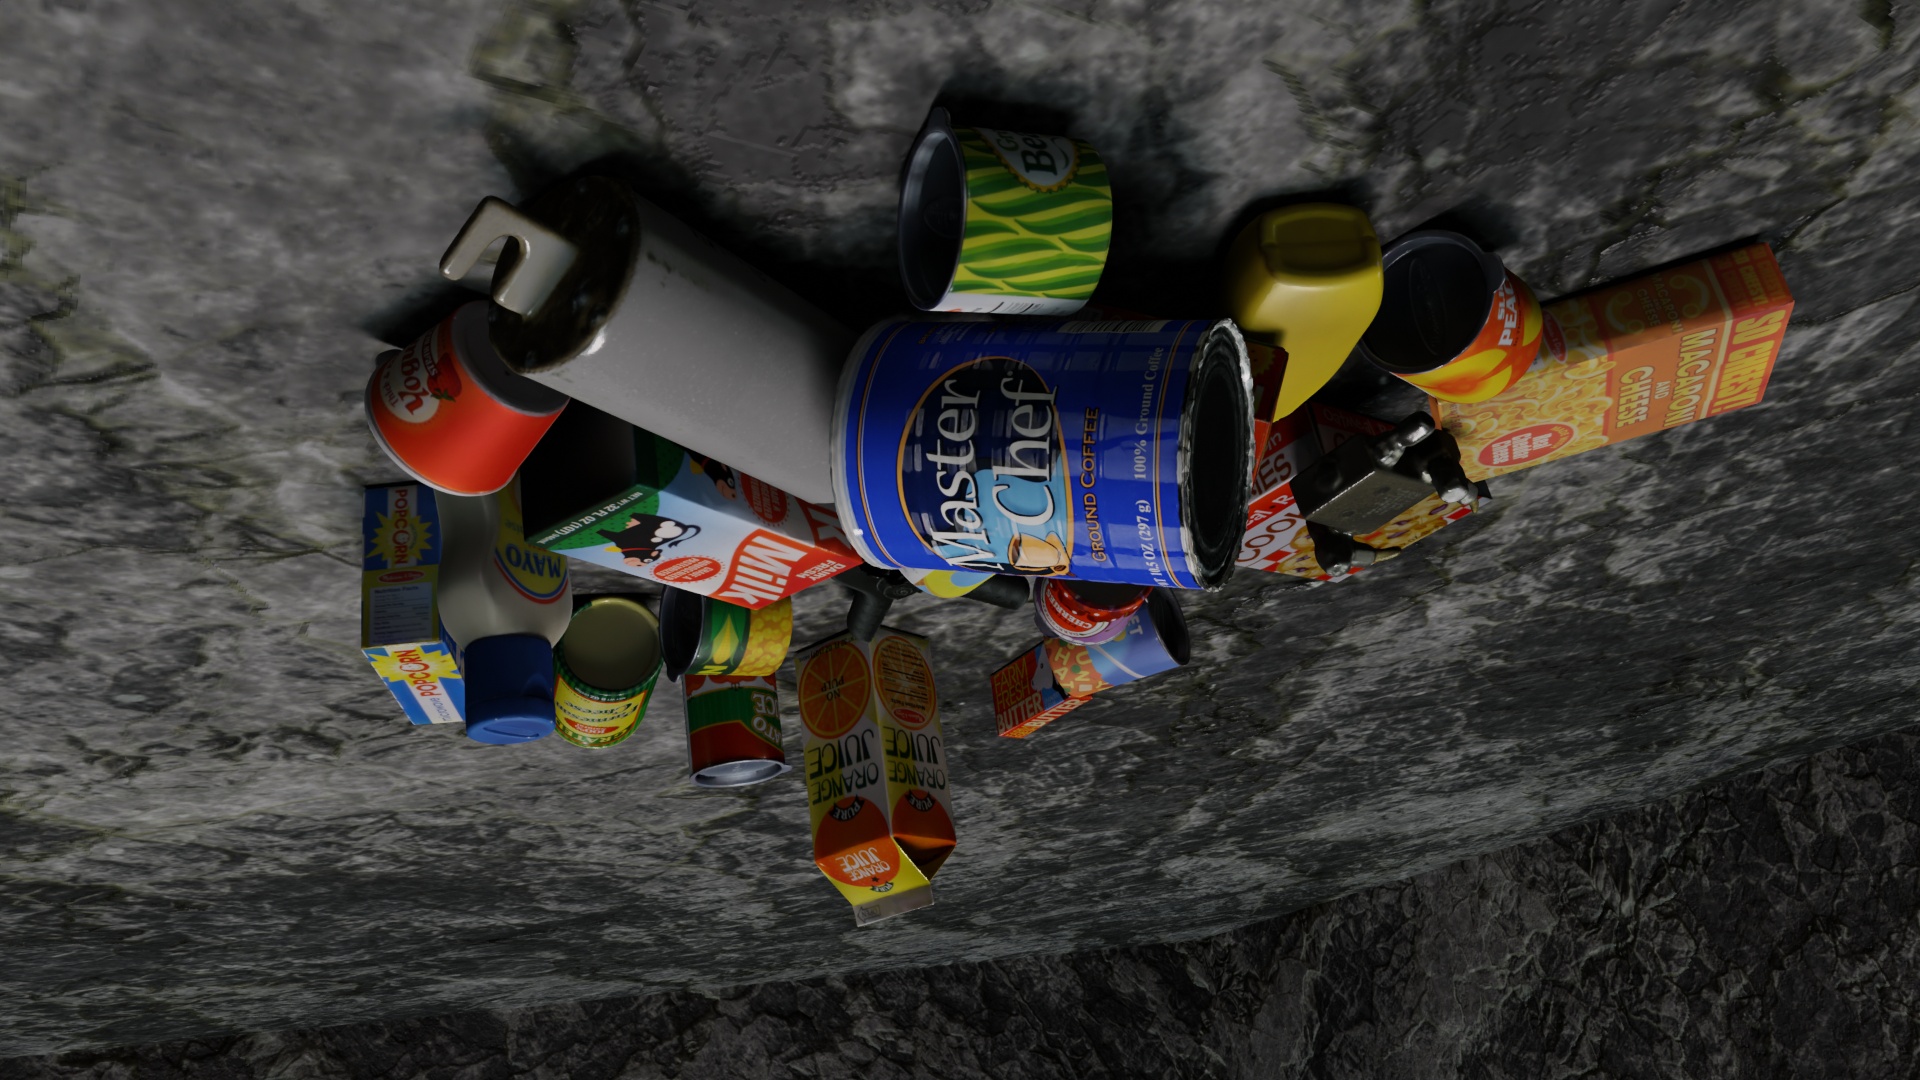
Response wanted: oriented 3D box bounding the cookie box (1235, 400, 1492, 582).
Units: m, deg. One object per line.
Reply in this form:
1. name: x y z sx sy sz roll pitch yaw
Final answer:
1. cookie box: 0.217 -0.025 0.834 0.167 0.040 0.122 9 148 -38

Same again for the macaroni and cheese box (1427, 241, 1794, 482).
1. macaroni and cheese box: 0.336 -0.089 0.736 0.166 0.040 0.123 -17 156 16

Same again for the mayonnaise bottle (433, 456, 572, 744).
1. mayonnaise bottle: -0.199 0.013 0.609 0.041 0.148 0.064 -22 154 26

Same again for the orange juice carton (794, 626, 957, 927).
1. orange juice carton: -0.057 0.163 0.963 0.071 0.193 0.073 -24 152 31

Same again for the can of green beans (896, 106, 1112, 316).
1. can of green beans: 0.015 -0.115 0.505 0.058 0.071 0.071 -1 155 -23

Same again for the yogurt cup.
1. yogurt cup: -0.193 -0.059 0.555 0.053 0.072 0.072 -35 148 29

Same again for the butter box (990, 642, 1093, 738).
1. butter box: 0.061 0.113 1.077 0.024 0.053 0.103 7 152 -31

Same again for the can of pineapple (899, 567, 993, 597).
1. can of pineapple: 0.003 -0.009 0.749 0.071 0.071 0.057 6 152 -34

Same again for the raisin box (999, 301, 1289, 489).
1. raisin box: 0.078 -0.064 0.622 0.123 0.040 0.085 16 159 11

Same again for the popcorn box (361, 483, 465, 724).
1. popcorn box: -0.274 0.036 0.713 0.038 0.085 0.126 -4 157 -12

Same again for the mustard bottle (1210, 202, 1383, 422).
1. mustard bottle: 0.143 -0.091 0.638 0.065 0.049 0.159 -4 158 -5

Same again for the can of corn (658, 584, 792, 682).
1. can of corn: -0.139 0.049 0.821 0.058 0.071 0.071 5 153 -33

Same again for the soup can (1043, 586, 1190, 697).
1. soup can: 0.108 0.066 0.972 0.083 0.071 0.071 -21 155 25

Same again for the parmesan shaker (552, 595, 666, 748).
1. parmesan shaker: -0.227 0.083 0.870 0.071 0.071 0.102 -1 155 -20

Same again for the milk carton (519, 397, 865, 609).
1. milk carton: -0.111 -0.021 0.664 0.072 0.073 0.190 -23 154 27

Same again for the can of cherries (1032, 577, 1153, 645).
1. can of cherries: 0.081 0.027 0.860 0.071 0.072 0.058 -5 156 -13

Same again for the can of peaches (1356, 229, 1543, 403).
1. can of peaches: 0.222 -0.100 0.626 0.071 0.071 0.058 -28 151 36

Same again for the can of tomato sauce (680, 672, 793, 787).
1. can of tomato sauce: -0.157 0.123 0.968 0.071 0.083 0.071 -9 157 -4
